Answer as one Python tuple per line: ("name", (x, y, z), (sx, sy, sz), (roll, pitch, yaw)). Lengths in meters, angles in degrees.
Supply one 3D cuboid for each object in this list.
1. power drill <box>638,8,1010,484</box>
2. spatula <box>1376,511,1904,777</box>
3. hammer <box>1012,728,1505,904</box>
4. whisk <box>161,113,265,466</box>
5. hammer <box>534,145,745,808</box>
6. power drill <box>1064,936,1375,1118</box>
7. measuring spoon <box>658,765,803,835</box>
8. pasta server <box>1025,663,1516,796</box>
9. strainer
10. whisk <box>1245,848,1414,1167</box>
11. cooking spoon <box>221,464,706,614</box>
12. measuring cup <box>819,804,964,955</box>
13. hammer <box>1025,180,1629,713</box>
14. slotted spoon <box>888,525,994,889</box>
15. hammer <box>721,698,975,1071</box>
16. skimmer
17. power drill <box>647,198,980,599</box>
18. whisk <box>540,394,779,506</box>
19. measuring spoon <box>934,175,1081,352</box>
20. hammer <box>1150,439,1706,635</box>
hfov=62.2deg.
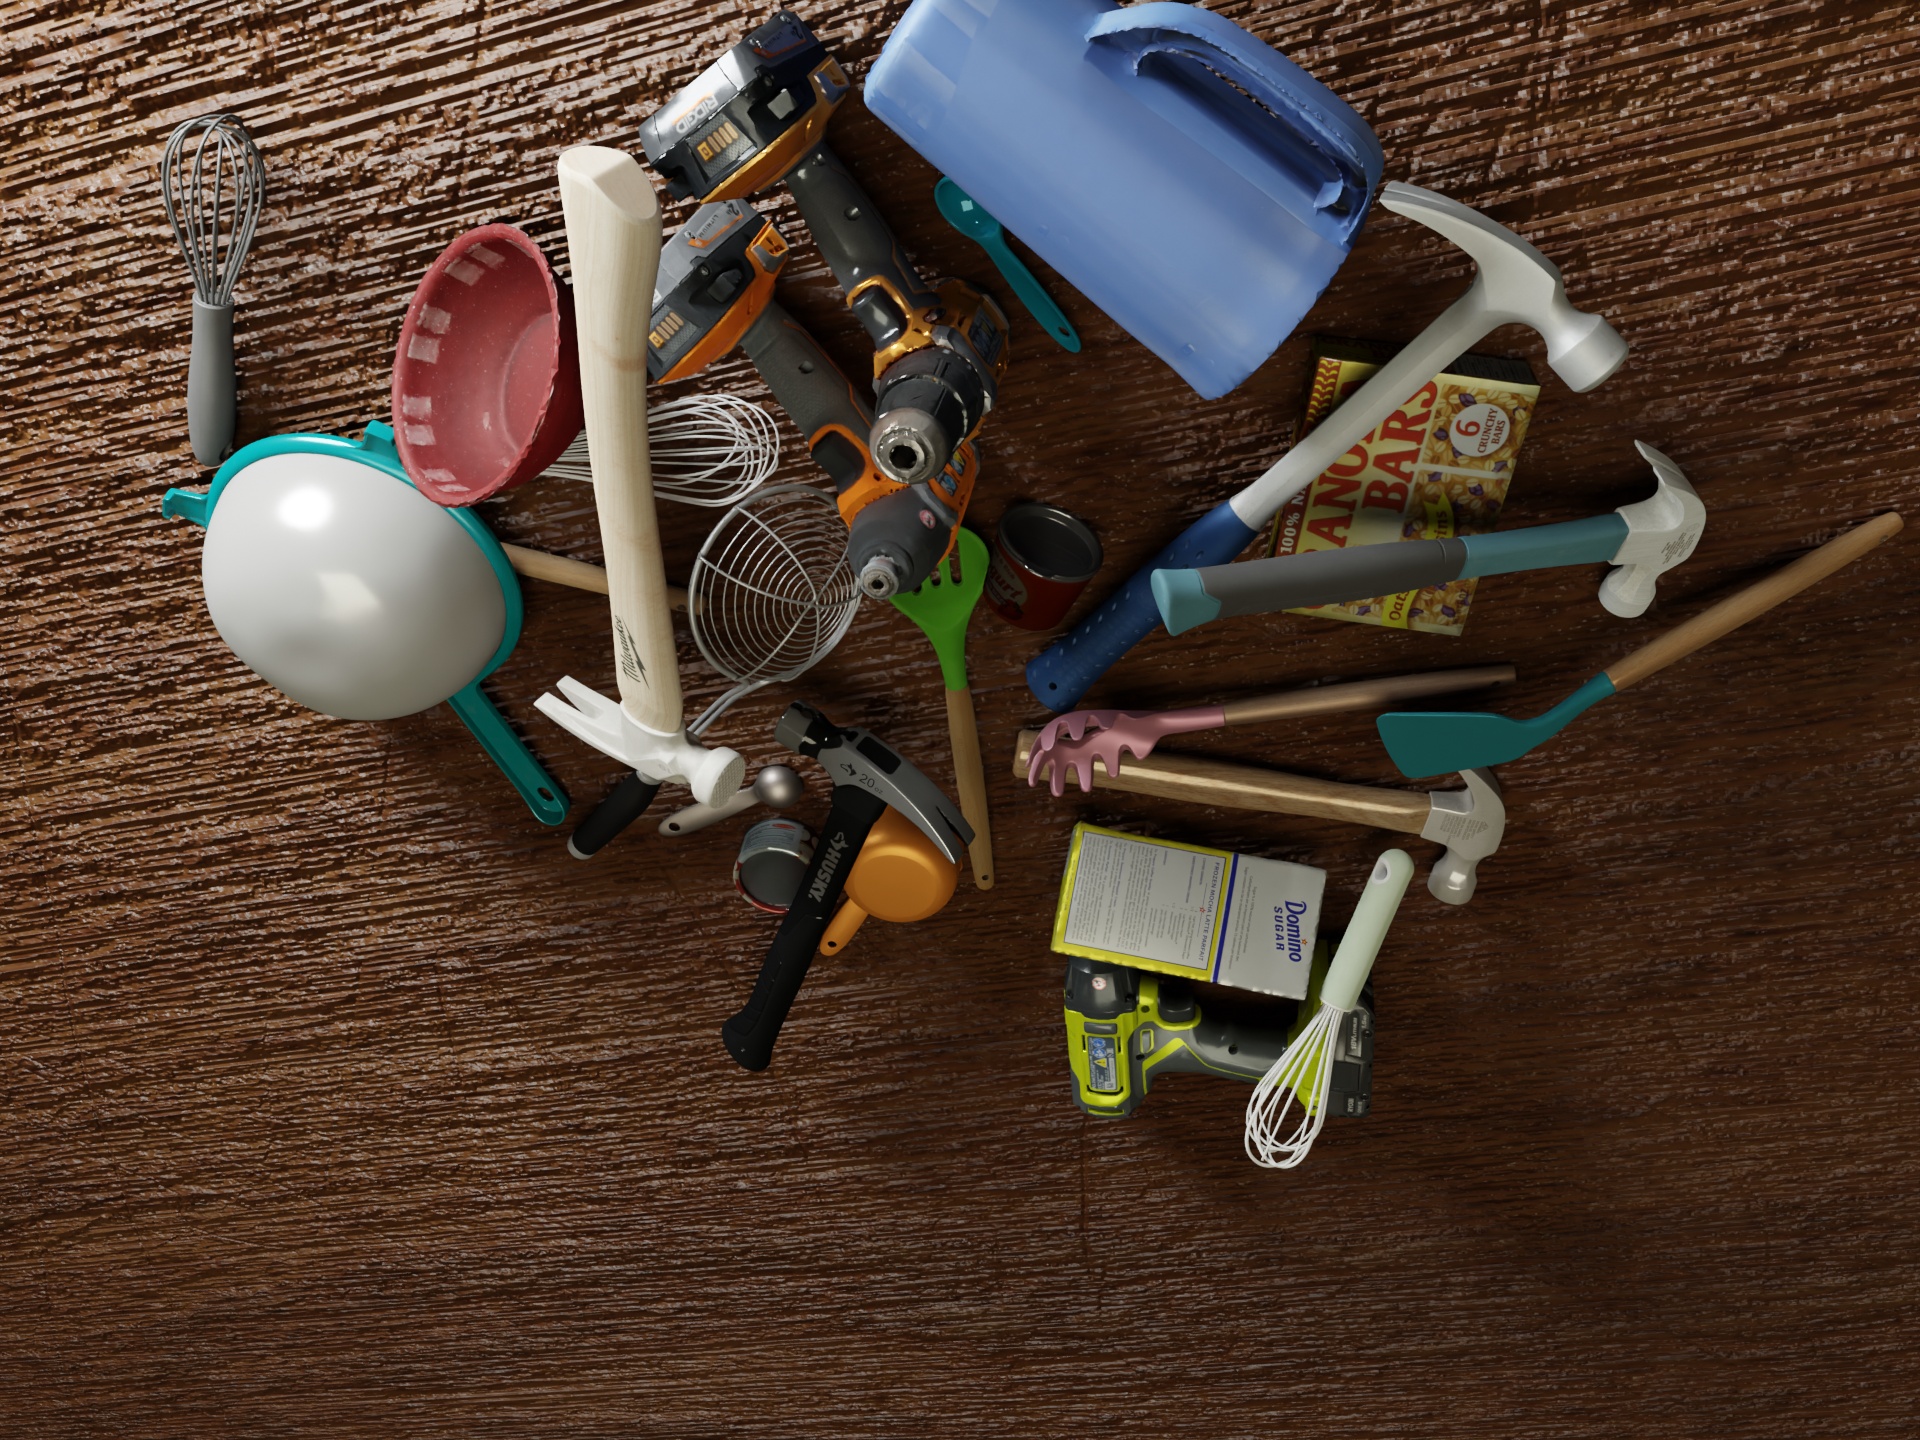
("power drill", (-0.061, -0.234, 0.818), (0.084, 0.185, 0.226), (-28, 114, 26))
("spatula", (0.409, -0.045, 0.961), (0.317, 0.044, 0.082), (-30, 138, 11))
("hammer", (0.201, 0.044, 1.075), (0.331, 0.031, 0.130), (9, 126, 1))
("whisk", (-0.443, -0.247, 0.942), (0.055, 0.055, 0.238), (19, 130, -6))
("hammer", (-0.191, -0.119, 0.877), (0.146, 0.038, 0.410), (26, 139, 18))
("power drill", (0.189, 0.220, 1.177), (0.223, 0.080, 0.171), (0, 121, 11))
("measuring spoon", (-0.169, 0.065, 1.146), (0.124, 0.018, 0.034), (-21, 121, 22))
("pasta server", (0.198, -0.002, 1.023), (0.316, 0.040, 0.060), (-8, 142, 5))
("strainer", (-0.369, -0.025, 1.046), (0.211, 0.095, 0.340), (-11, 129, 24))
("whisk", (0.255, 0.200, 1.090), (0.059, 0.058, 0.246), (14, 104, -25))
("cooking spoon", (-0.322, -0.113, 1.036), (0.319, 0.017, 0.068), (13, 138, -4))
("measuring cup", (-0.064, 0.131, 1.158), (0.095, 0.052, 0.173), (28, 122, -12))
("hammer", (0.167, -0.129, 0.912), (0.144, 0.035, 0.405), (44, 131, -5))
("slotted spoon", (-0.002, -0.003, 1.070), (0.070, 0.031, 0.313), (-12, 127, -4))
("hammer", (-0.104, 0.143, 1.127), (0.146, 0.035, 0.334), (31, 128, 7))
("skimmer", (-0.187, -0.019, 1.071), (0.127, 0.090, 0.363), (-2, 153, -42))
("power drill", (-0.086, -0.170, 0.879), (0.084, 0.164, 0.226), (-35, 112, 30))
("whisk", (-0.247, -0.161, 0.974), (0.284, 0.070, 0.070), (0, 126, 13))
("measuring spoon", (0.034, -0.259, 0.890), (0.042, 0.021, 0.128), (8, 149, 51))
("hammer", (0.262, -0.087, 0.884), (0.331, 0.033, 0.128), (-9, 146, -12))
